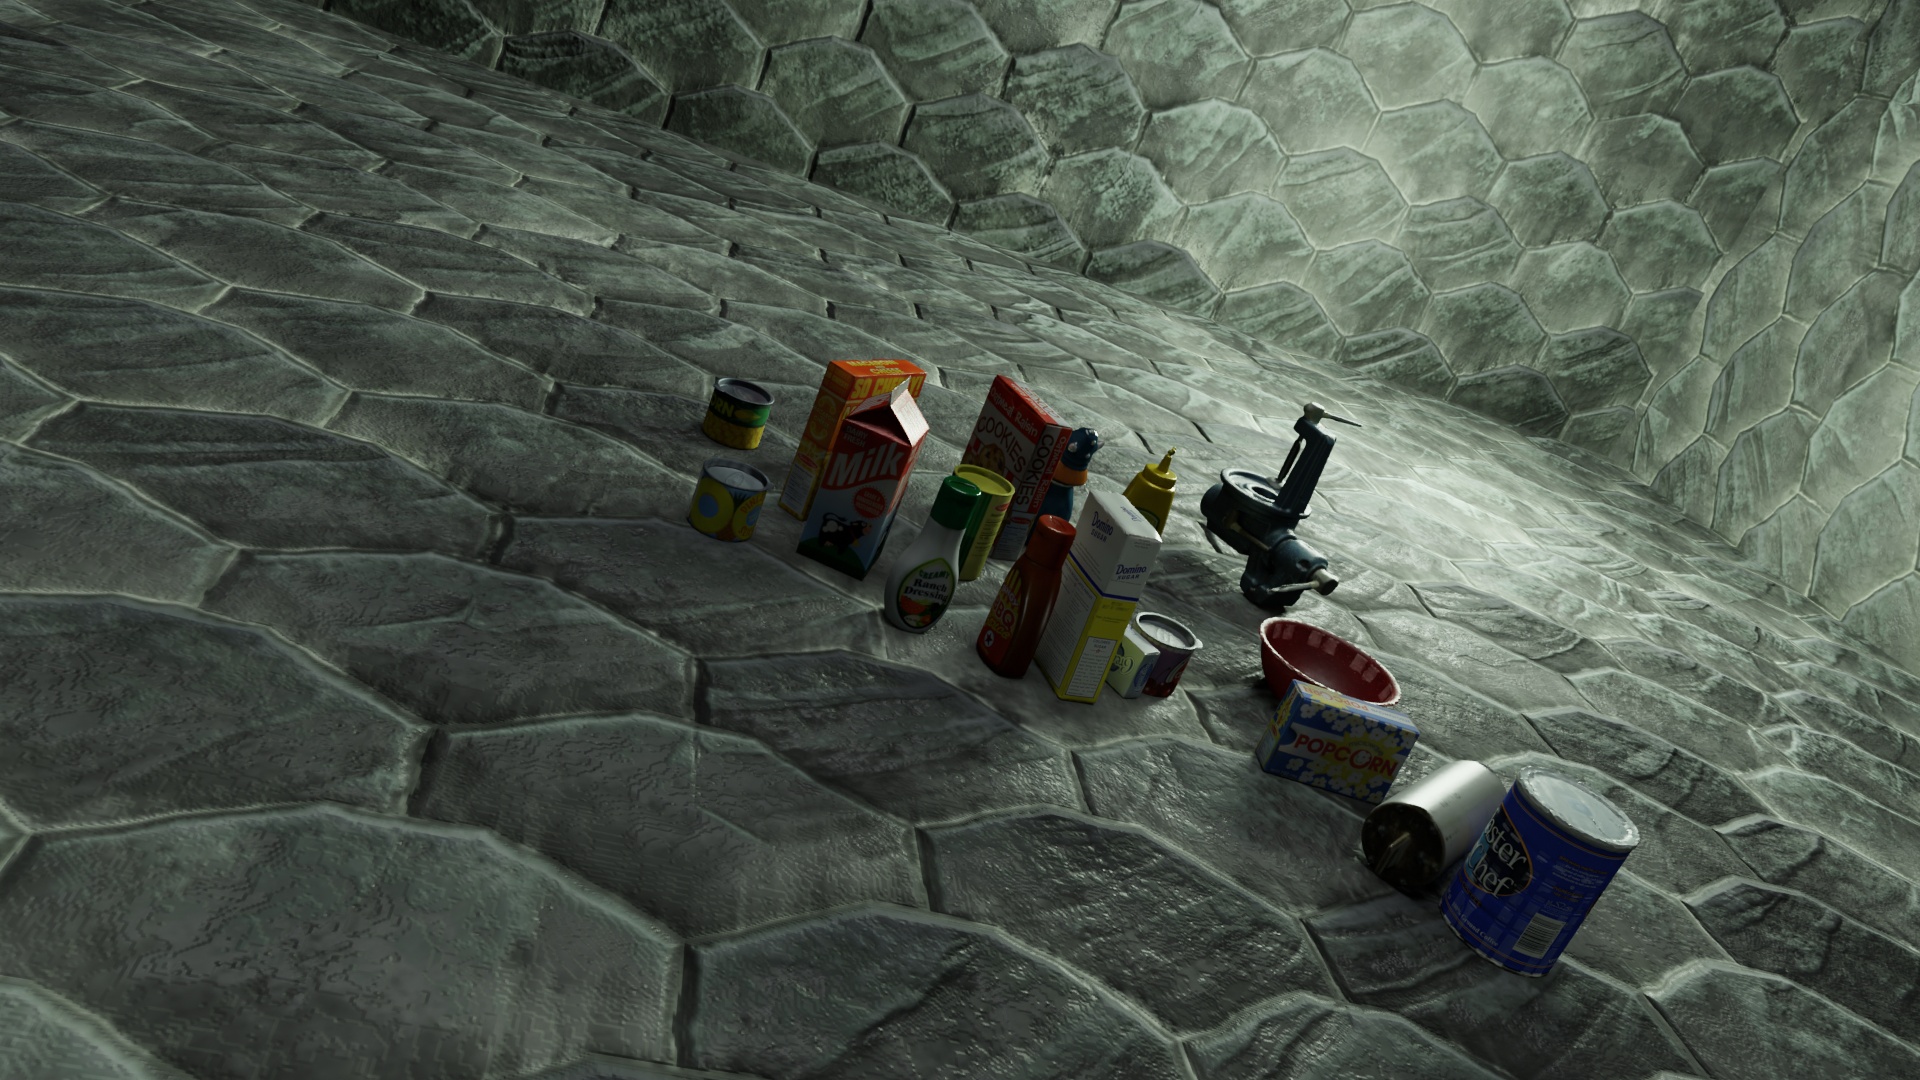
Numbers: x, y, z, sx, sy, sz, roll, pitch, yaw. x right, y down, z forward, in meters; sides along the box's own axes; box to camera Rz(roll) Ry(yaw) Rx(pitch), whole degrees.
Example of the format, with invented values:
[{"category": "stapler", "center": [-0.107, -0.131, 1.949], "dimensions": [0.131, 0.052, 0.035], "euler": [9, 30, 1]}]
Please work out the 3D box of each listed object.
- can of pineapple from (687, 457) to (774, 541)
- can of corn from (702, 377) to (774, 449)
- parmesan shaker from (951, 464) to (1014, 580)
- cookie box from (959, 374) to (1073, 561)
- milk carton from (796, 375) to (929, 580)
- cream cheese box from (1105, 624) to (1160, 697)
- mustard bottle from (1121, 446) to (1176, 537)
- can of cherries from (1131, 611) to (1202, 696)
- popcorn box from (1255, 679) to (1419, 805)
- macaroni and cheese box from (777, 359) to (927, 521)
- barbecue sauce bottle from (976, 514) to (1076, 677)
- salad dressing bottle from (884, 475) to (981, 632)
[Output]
[{"category": "can of pineapple", "center": [-0.220, -0.038, 1.326], "dimensions": [0.071, 0.057, 0.071], "euler": [19, 22, -8]}, {"category": "can of corn", "center": [-0.248, -0.140, 1.535], "dimensions": [0.071, 0.058, 0.071], "euler": [19, 22, -8]}, {"category": "parmesan shaker", "center": [0.005, -0.018, 1.431], "dimensions": [0.071, 0.102, 0.071], "euler": [19, 22, -8]}, {"category": "cookie box", "center": [0.050, -0.081, 1.532], "dimensions": [0.040, 0.166, 0.123], "euler": [8, 26, -33]}, {"category": "milk carton", "center": [-0.088, -0.067, 1.339], "dimensions": [0.073, 0.189, 0.072], "euler": [24, 21, 3]}, {"category": "cream cheese box", "center": [0.146, 0.103, 1.352], "dimensions": [0.024, 0.053, 0.104], "euler": [3, 29, -40]}, {"category": "mustard bottle", "center": [0.209, -0.037, 1.590], "dimensions": [0.065, 0.159, 0.049], "euler": [21, 21, -3]}, {"category": "can of cherries", "center": [0.194, 0.113, 1.366], "dimensions": [0.071, 0.058, 0.072], "euler": [19, 22, -8]}, {"category": "popcorn box", "center": [0.353, 0.190, 1.304], "dimensions": [0.127, 0.085, 0.038], "euler": [18, 22, -11]}, {"category": "macaroni and cheese box", "center": [-0.112, -0.106, 1.440], "dimensions": [0.040, 0.165, 0.124], "euler": [34, 24, 27]}, {"category": "barbecue sauce bottle", "center": [0.062, 0.049, 1.271], "dimensions": [0.044, 0.148, 0.065], "euler": [10, 25, -29]}, {"category": "salad dressing bottle", "center": [-0.024, 0.013, 1.274], "dimensions": [0.064, 0.147, 0.044], "euler": [13, 23, -22]}]
